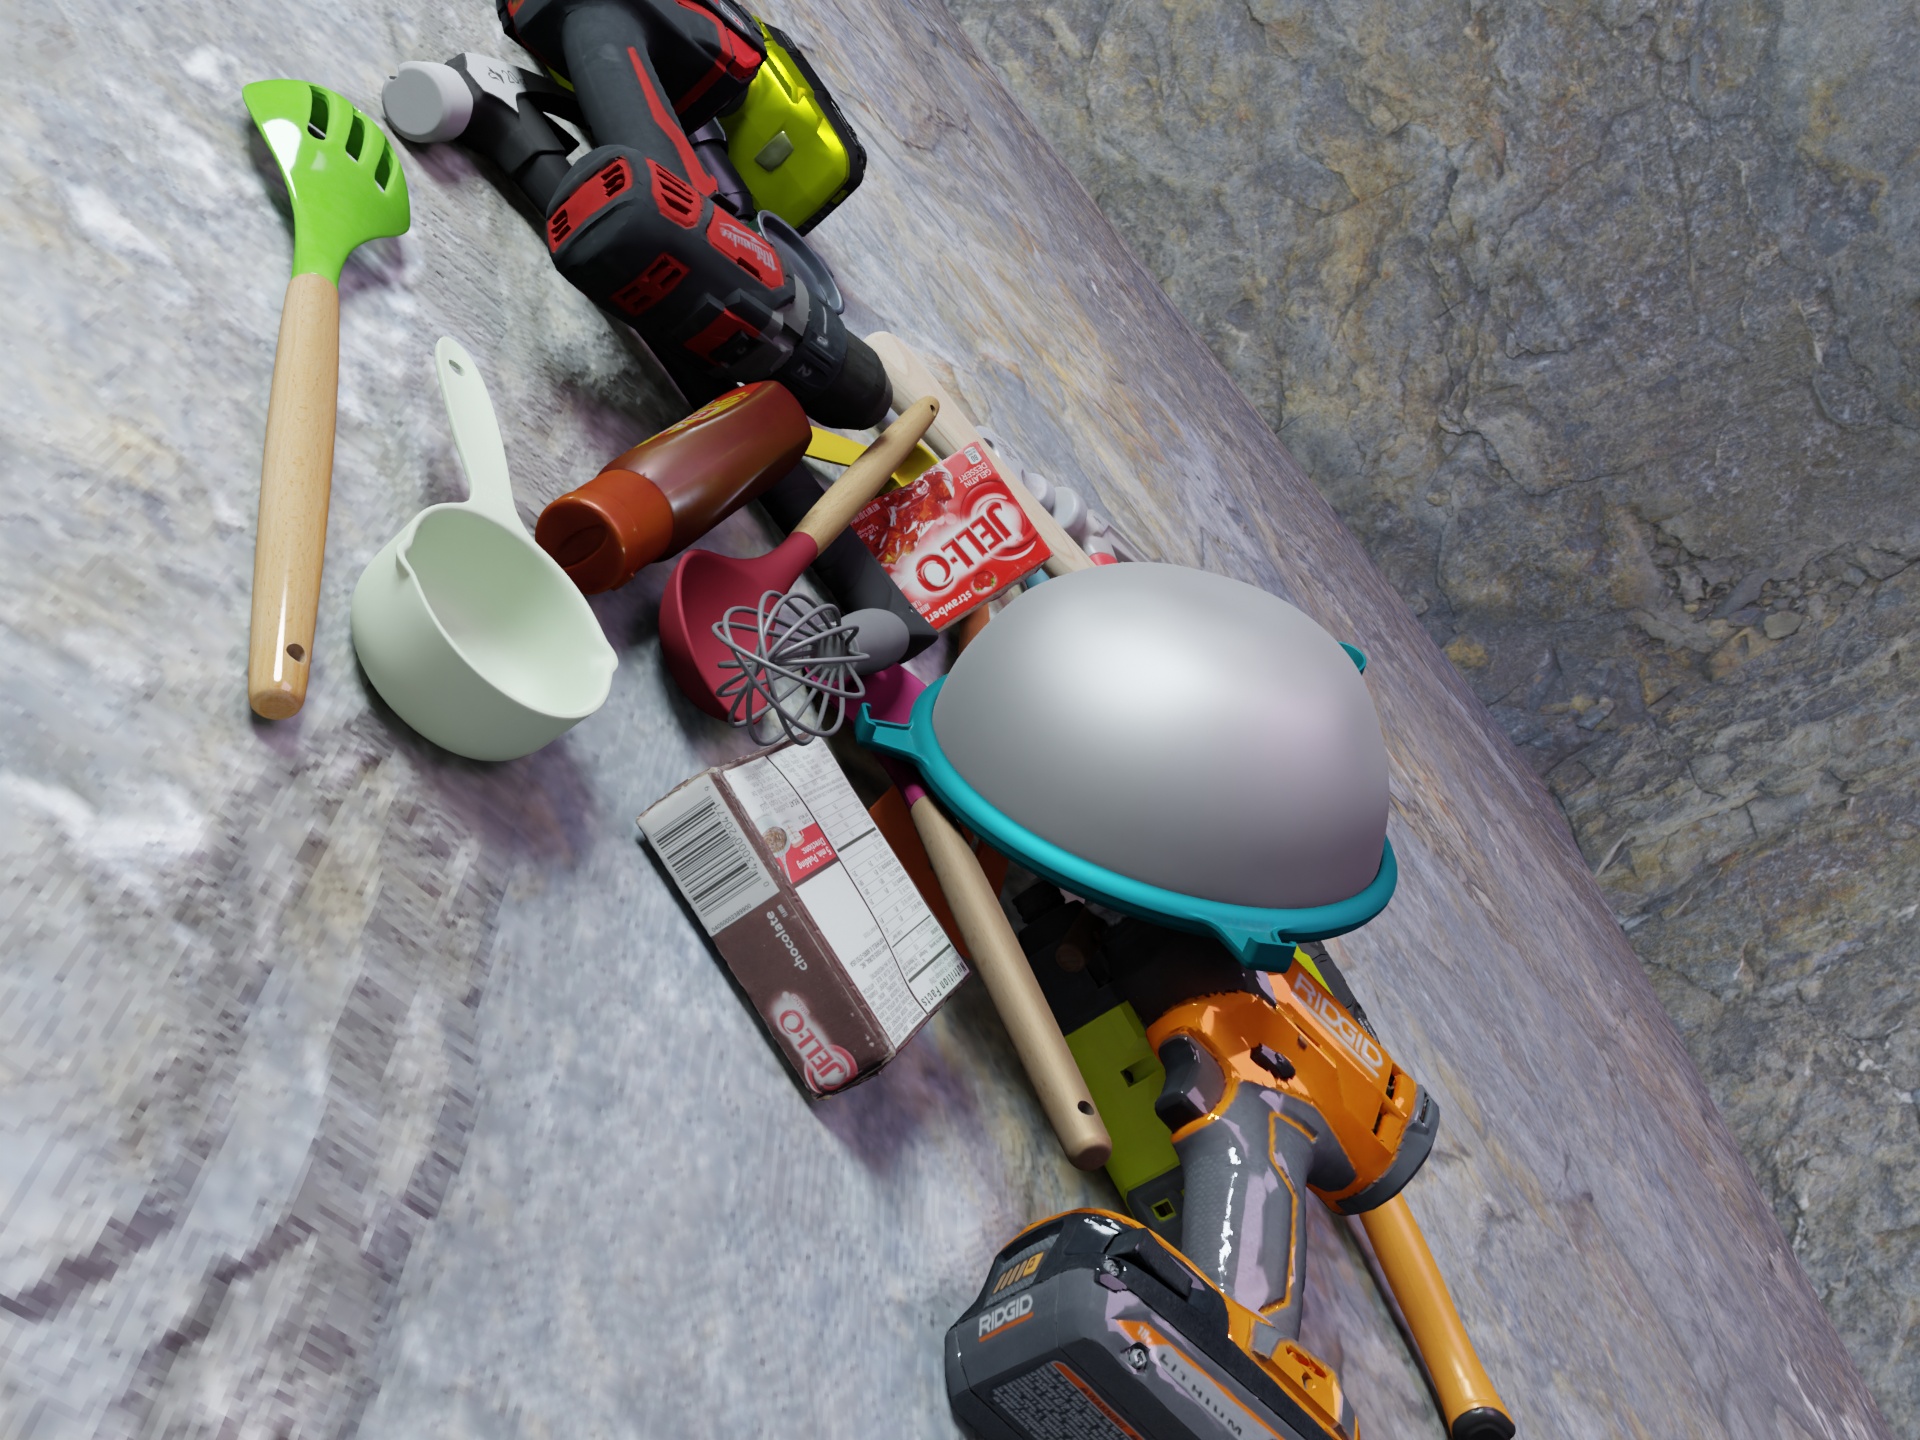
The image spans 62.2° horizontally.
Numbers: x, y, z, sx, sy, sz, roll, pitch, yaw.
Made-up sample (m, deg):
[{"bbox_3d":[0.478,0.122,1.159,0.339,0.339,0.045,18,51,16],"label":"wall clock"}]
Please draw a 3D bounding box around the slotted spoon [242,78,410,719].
[{"bbox_3d":[-0.205,-0.120,0.506,0.070,0.031,0.314,35,29,-43],"label":"slotted spoon"}]

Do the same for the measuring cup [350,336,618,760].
[{"bbox_3d":[-0.158,-0.058,0.499,0.083,0.038,0.168,30,30,-49],"label":"measuring cup"}]

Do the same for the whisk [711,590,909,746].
[{"bbox_3d":[-0.047,-0.026,0.614,0.055,0.055,0.239,55,10,-1],"label":"whisk"}]

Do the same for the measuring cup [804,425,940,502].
[{"bbox_3d":[-0.062,-0.135,0.861,0.156,0.029,0.062,9,53,-47],"label":"measuring cup"}]

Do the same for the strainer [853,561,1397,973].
[{"bbox_3d":[0.125,-0.023,0.698,0.211,0.095,0.340,29,28,24],"label":"strainer"}]

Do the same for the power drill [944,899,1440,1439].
[{"bbox_3d":[0.080,0.157,0.553,0.164,0.084,0.226,44,37,-5],"label":"power drill"}]

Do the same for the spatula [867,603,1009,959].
[{"bbox_3d":[-0.001,-0.003,0.785,0.081,0.041,0.323,46,18,-18],"label":"spatula"}]

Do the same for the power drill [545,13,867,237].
[{"bbox_3d":[-0.145,-0.349,0.923,0.190,0.080,0.228,56,23,3],"label":"power drill"}]

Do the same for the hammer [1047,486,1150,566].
[{"bbox_3d":[0.158,0.009,1.097,0.143,0.038,0.387,31,31,-51],"label":"hammer"}]

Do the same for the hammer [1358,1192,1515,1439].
[{"bbox_3d":[0.208,0.222,0.864,0.337,0.034,0.127,68,10,22],"label":"hammer"}]

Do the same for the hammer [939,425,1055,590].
[{"bbox_3d":[0.063,-0.062,1.000,0.128,0.033,0.331,32,31,-48],"label":"hammer"}]

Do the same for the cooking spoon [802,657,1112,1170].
[{"bbox_3d":[-0.006,0.049,0.604,0.068,0.017,0.319,14,25,-26],"label":"cooking spoon"}]

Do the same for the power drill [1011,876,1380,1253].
[{"bbox_3d":[0.109,0.140,0.735,0.171,0.080,0.223,60,24,13],"label":"power drill"}]

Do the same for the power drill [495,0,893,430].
[{"bbox_3d":[-0.116,-0.243,0.726,0.187,0.080,0.227,25,39,-52],"label":"power drill"}]

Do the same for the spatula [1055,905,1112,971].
[{"bbox_3d":[0.107,0.032,0.747,0.059,0.018,0.316,59,34,-8],"label":"spatula"}]

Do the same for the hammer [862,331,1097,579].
[{"bbox_3d":[0.074,-0.074,0.915,0.411,0.038,0.146,48,18,11],"label":"hammer"}]

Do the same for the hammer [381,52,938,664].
[{"bbox_3d":[-0.121,-0.162,0.746,0.334,0.035,0.146,52,21,-8],"label":"hammer"}]

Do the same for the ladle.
[{"bbox_3d":[-0.060,-0.088,0.700,0.069,0.031,0.315,66,27,-22],"label":"ladle"}]
